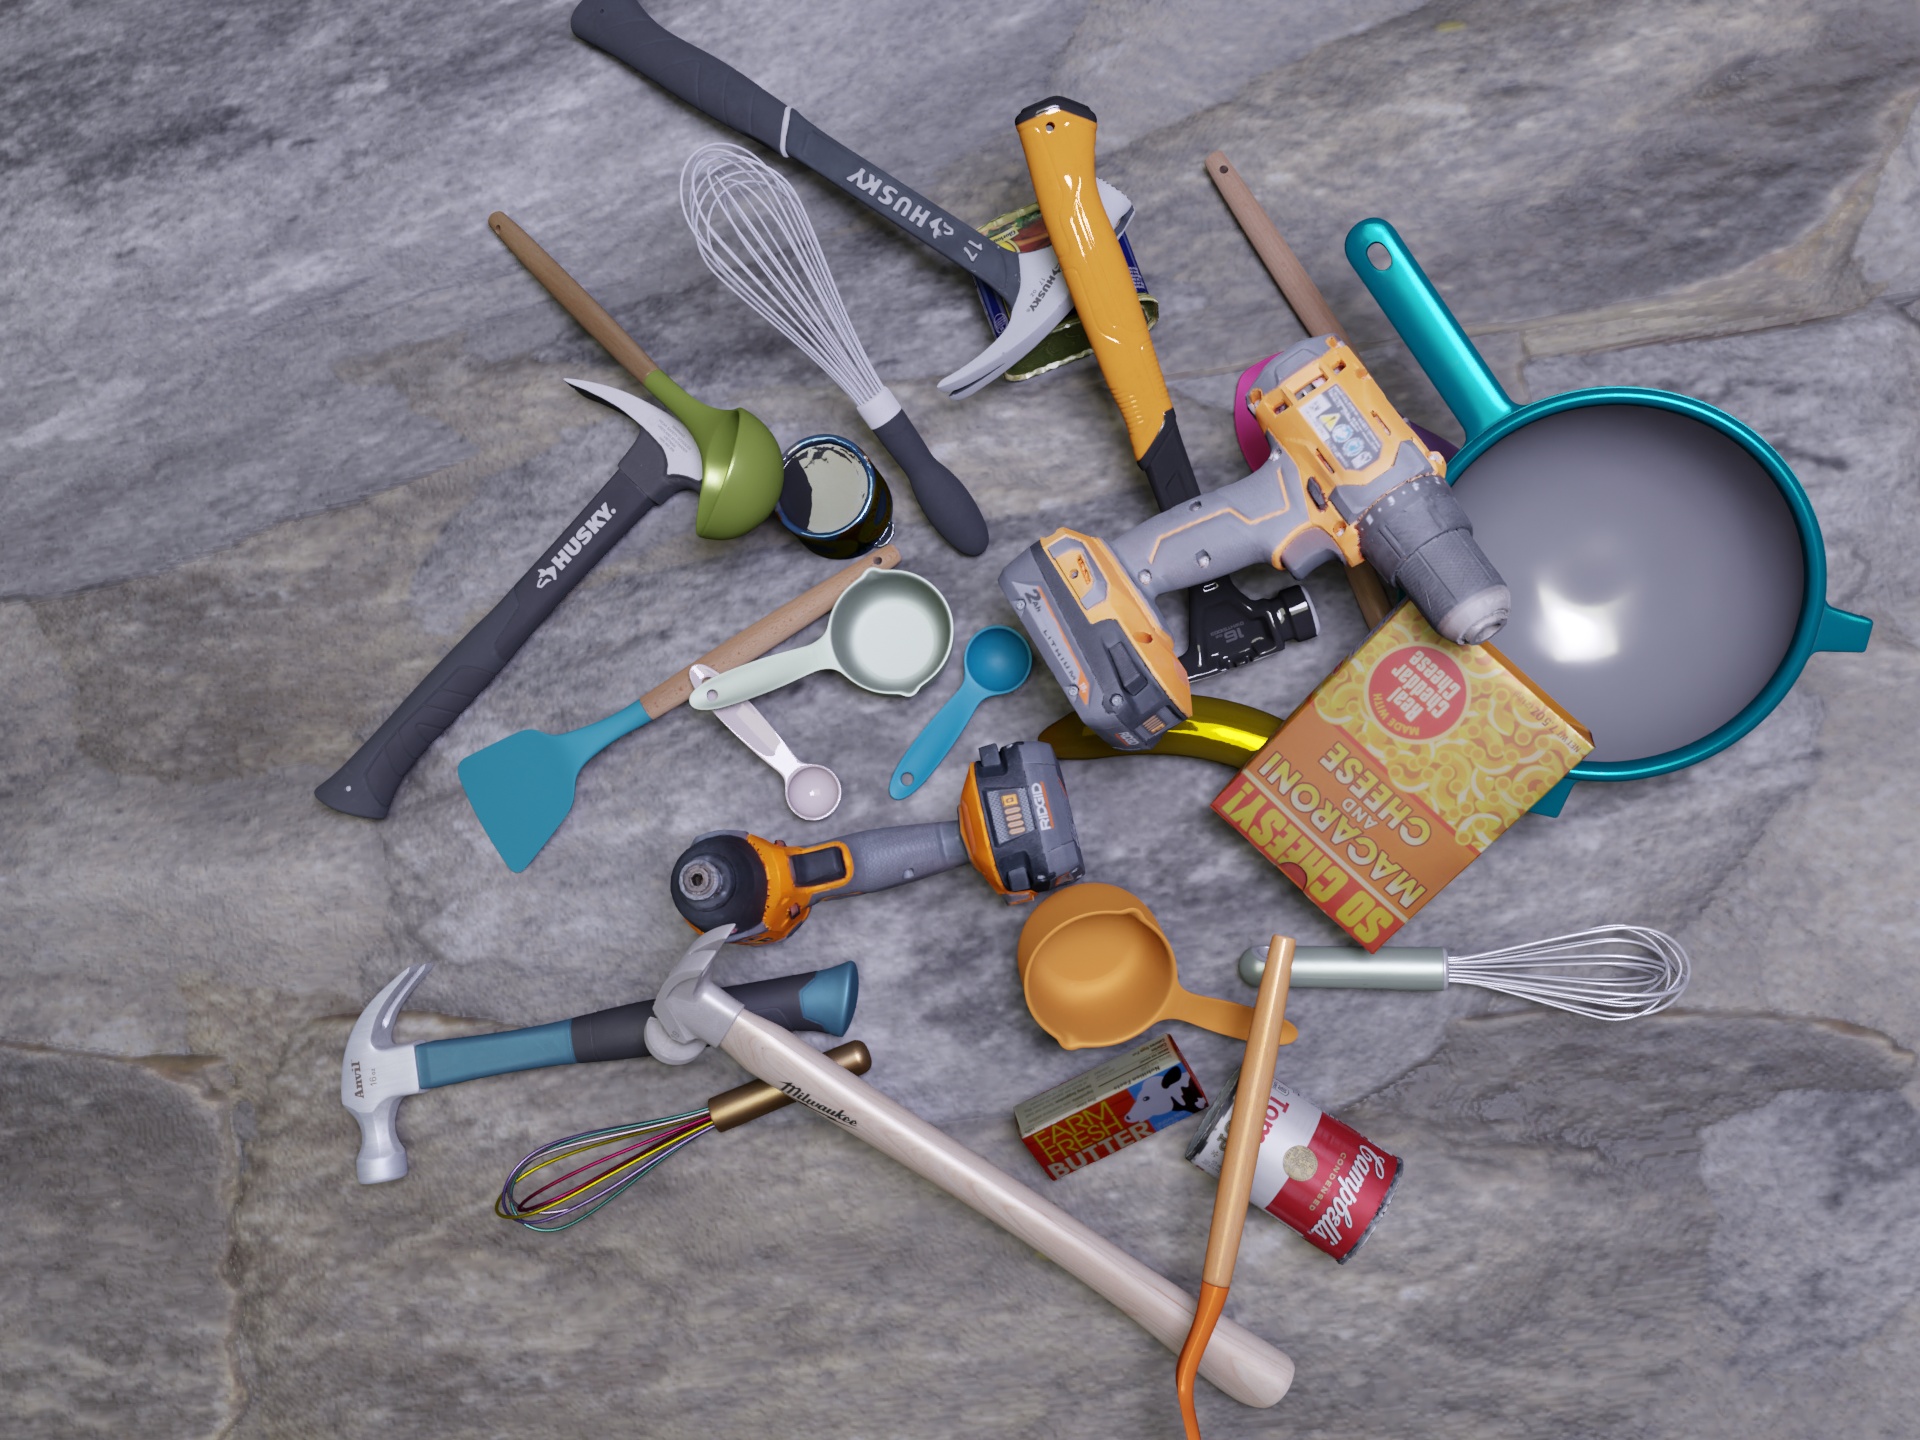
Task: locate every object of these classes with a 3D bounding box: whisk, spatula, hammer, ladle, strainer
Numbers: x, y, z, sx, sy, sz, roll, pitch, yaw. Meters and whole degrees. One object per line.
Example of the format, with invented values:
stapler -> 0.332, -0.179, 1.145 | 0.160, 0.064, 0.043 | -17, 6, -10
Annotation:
whisk -> -0.168, 0.250, 0.958 | 0.245, 0.047, 0.051 | -23, 80, 2
whisk -> -0.067, -0.209, 0.930 | 0.070, 0.070, 0.284 | -35, 111, 3
spatula -> -0.173, -0.021, 0.997 | 0.317, 0.044, 0.082 | -32, 80, -1
hammer -> -0.288, -0.067, 1.011 | 0.146, 0.035, 0.335 | 44, 92, 9
ladle -> -0.213, -0.224, 0.977 | 0.320, 0.062, 0.078 | 46, 126, 24
whisk -> 0.283, 0.142, 0.903 | 0.246, 0.058, 0.059 | -1, 113, 13
hammer -> 0.010, 0.253, 0.880 | 0.410, 0.146, 0.038 | 33, 55, 0
strainer -> 0.319, -0.131, 0.882 | 0.211, 0.095, 0.340 | -34, 88, 23
hammer -> -0.222, 0.195, 0.976 | 0.331, 0.033, 0.128 | -11, 84, 7
spatula -> 0.237, -0.214, 0.958 | 0.060, 0.018, 0.316 | -32, 82, 2
spatula -> 0.149, 0.275, 0.841 | 0.041, 0.081, 0.323 | 12, 84, 6
hammer -> -0.094, -0.348, 0.980 | 0.409, 0.036, 0.149 | 37, 97, 20
hammer -> 0.095, -0.180, 0.902 | 0.127, 0.034, 0.336 | -20, 106, 7

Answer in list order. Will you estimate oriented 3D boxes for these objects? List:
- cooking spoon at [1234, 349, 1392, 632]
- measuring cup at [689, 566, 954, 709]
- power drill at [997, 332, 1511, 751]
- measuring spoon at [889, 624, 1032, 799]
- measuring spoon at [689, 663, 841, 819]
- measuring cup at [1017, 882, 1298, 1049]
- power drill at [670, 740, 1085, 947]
cooking spoon -> 0.243, -0.072, 0.942 | 0.069, 0.017, 0.319 | -24, 81, 17
measuring cup -> -0.083, -0.036, 0.972 | 0.167, 0.038, 0.083 | -19, 82, 3
power drill -> 0.155, -0.073, 0.838 | 0.226, 0.084, 0.185 | -34, 66, 10
measuring spoon -> -0.002, -0.003, 0.975 | 0.042, 0.021, 0.128 | 39, 100, 9
measuring spoon -> -0.122, 0.012, 0.978 | 0.034, 0.018, 0.124 | -44, 91, -11
measuring cup -> 0.114, 0.150, 0.927 | 0.173, 0.052, 0.095 | 19, 107, -16
power drill -> -0.049, 0.076, 0.898 | 0.226, 0.164, 0.084 | -14, 80, 5
